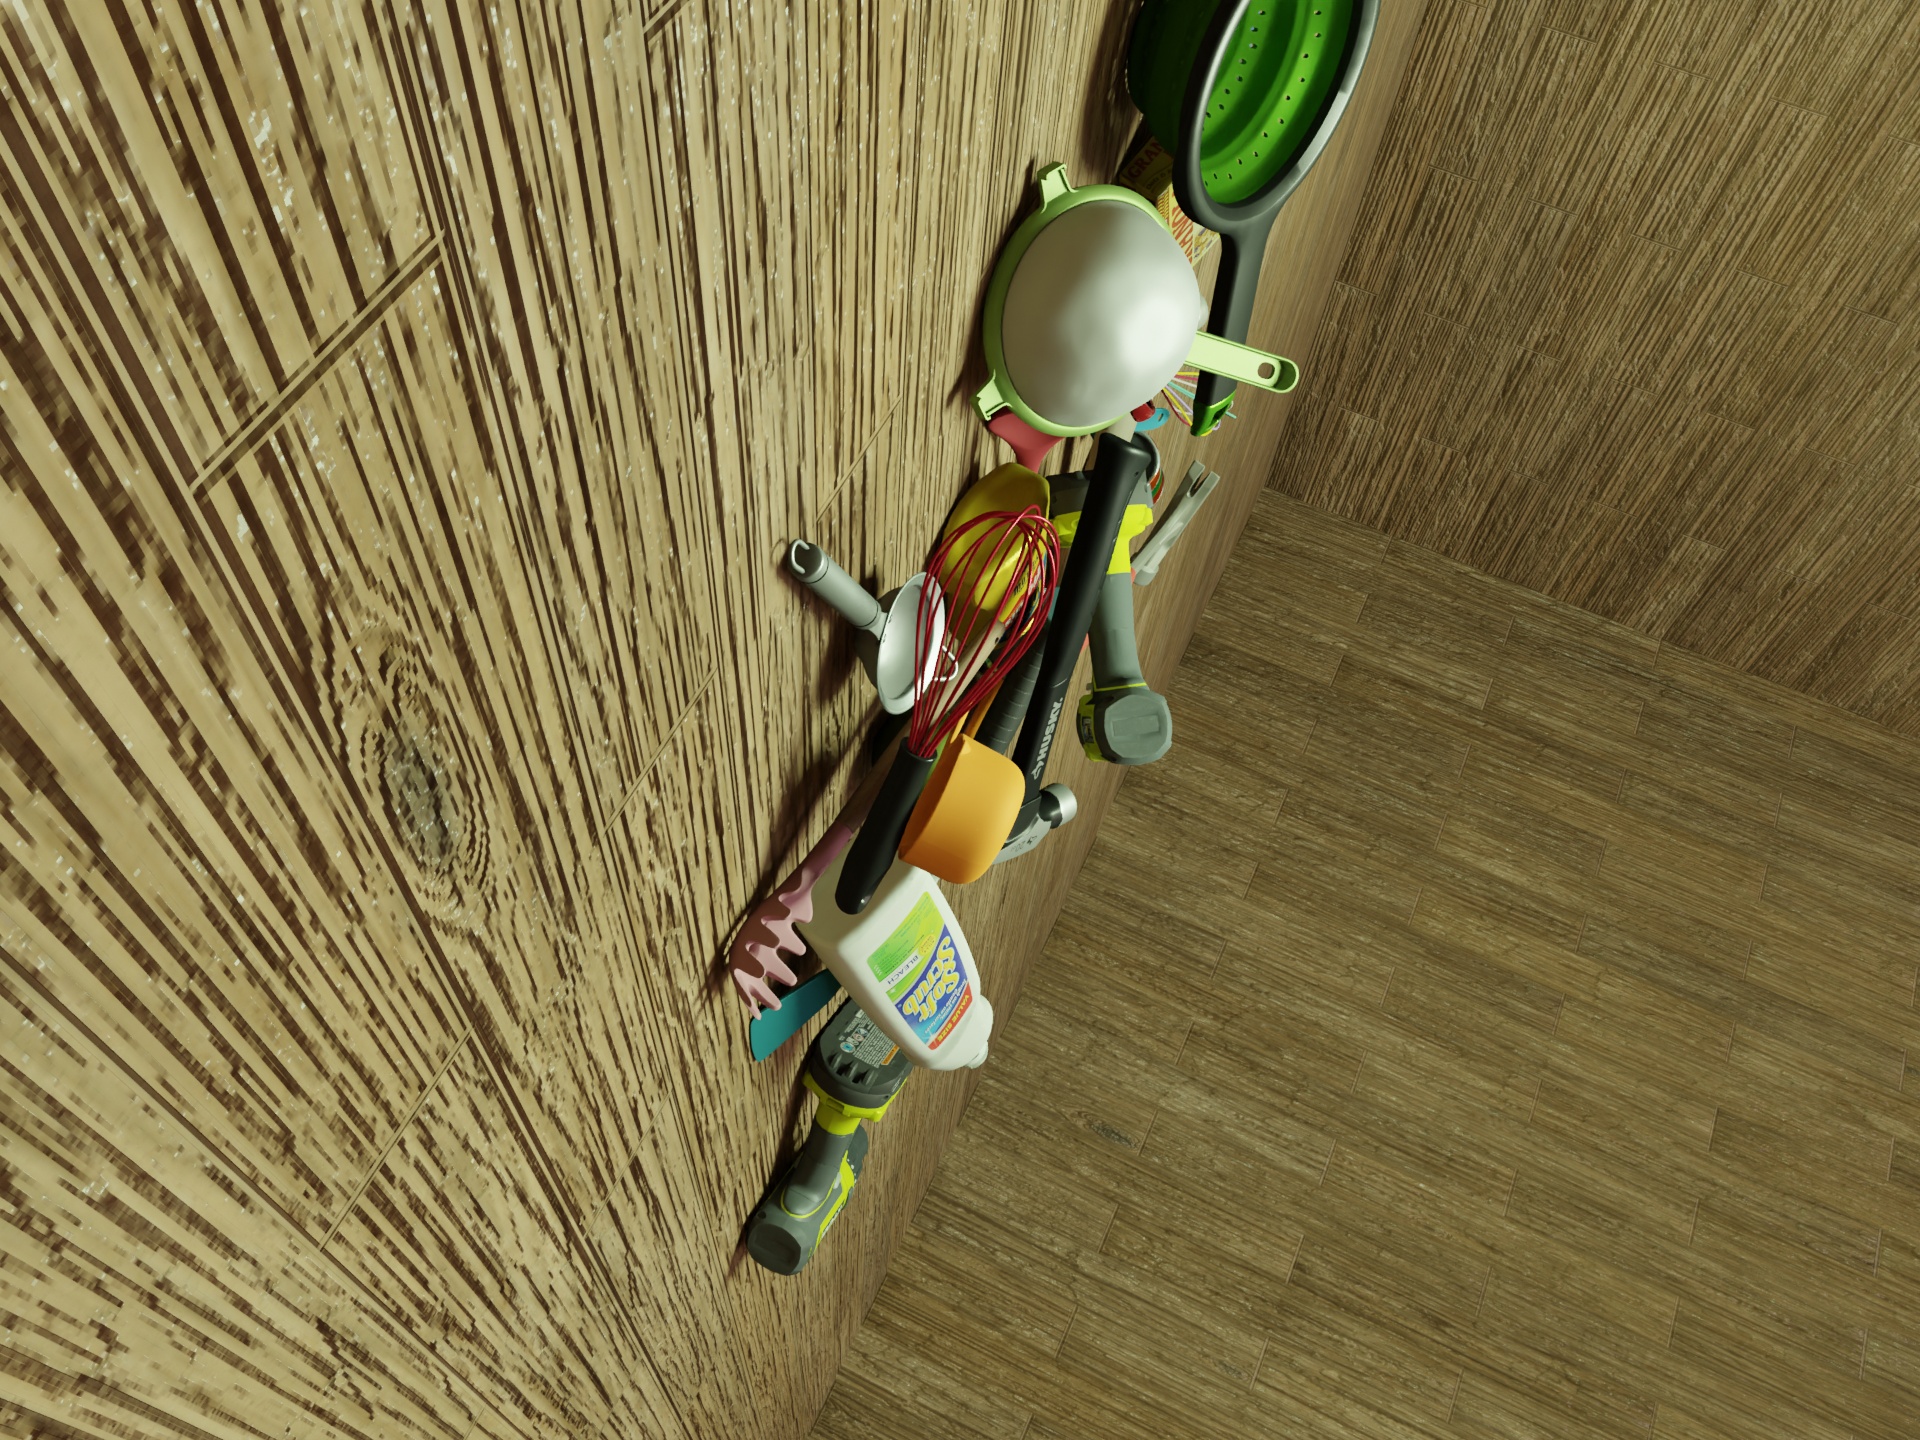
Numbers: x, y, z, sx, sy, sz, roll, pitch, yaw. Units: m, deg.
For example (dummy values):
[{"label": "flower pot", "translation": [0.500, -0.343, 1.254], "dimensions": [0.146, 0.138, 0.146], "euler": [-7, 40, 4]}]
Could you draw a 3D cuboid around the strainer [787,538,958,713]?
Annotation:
[{"label": "strainer", "translation": [-0.053, -0.060, 0.885], "dimensions": [0.258, 0.050, 0.087], "euler": [40, 66, -73]}]

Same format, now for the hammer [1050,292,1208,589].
[{"label": "hammer", "translation": [0.109, -0.192, 1.379], "dimensions": [0.146, 0.038, 0.410], "euler": [-40, 162, -26]}]

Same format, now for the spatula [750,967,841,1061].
[{"label": "spatula", "translation": [-0.074, 0.115, 1.212], "dimensions": [0.082, 0.044, 0.318], "euler": [94, 17, -57]}]

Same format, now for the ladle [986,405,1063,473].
[{"label": "ladle", "translation": [0.048, -0.166, 1.159], "dimensions": [0.315, 0.069, 0.031], "euler": [96, -8, -73]}]

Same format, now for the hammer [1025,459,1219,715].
[{"label": "hammer", "translation": [0.138, -0.114, 1.477], "dimensions": [0.359, 0.037, 0.149], "euler": [-48, 172, -48]}]

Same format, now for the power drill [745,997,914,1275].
[{"label": "power drill", "translation": [-0.106, 0.362, 1.435], "dimensions": [0.228, 0.080, 0.190], "euler": [-68, 170, 24]}]

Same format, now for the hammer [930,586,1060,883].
[{"label": "hammer", "translation": [0.007, 0.047, 1.203], "dimensions": [0.331, 0.033, 0.128], "euler": [-63, 180, 23]}]

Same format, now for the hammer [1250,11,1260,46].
[{"label": "hammer", "translation": [0.200, -0.448, 1.334], "dimensions": [0.405, 0.035, 0.144], "euler": [99, 18, -53]}]

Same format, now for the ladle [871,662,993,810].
[{"label": "ladle", "translation": [-0.002, -0.004, 1.224], "dimensions": [0.078, 0.062, 0.320], "euler": [-67, 173, 18]}]

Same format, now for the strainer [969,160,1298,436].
[{"label": "strainer", "translation": [0.133, -0.231, 0.976], "dimensions": [0.256, 0.069, 0.151], "euler": [6, 109, -37]}]

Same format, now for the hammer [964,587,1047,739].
[{"label": "hammer", "translation": [0.012, 0.027, 1.416], "dimensions": [0.127, 0.034, 0.337], "euler": [86, 29, -67]}]

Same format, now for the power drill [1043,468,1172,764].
[{"label": "power drill", "translation": [0.111, -0.078, 1.247], "dimensions": [0.171, 0.080, 0.223], "euler": [-172, -105, -86]}]

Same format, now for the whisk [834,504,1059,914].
[{"label": "whisk", "translation": [-0.018, 0.001, 0.922], "dimensions": [0.295, 0.073, 0.073], "euler": [-65, 172, 30]}]

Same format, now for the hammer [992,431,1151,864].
[{"label": "hammer", "translation": [0.065, -0.042, 1.095], "dimensions": [0.146, 0.035, 0.334], "euler": [-24, 138, -46]}]

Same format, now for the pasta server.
[{"label": "pasta server", "translation": [-0.054, 0.052, 1.026], "dimensions": [0.316, 0.040, 0.060], "euler": [-53, 158, -24]}]

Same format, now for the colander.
[{"label": "colander", "translation": [0.169, -0.371, 1.073], "dimensions": [0.204, 0.095, 0.396], "euler": [-38, 150, -31]}]

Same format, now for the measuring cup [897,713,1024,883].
[{"label": "measuring cup", "translation": [0.010, 0.037, 1.023], "dimensions": [0.095, 0.052, 0.174], "euler": [-58, -173, 32]}]

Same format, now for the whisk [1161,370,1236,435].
[{"label": "whisk", "translation": [0.183, -0.293, 1.399], "dimensions": [0.047, 0.051, 0.244], "euler": [-53, 154, 18]}]

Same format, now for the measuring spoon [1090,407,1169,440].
[{"label": "measuring spoon", "translation": [0.149, -0.271, 1.420], "dimensions": [0.128, 0.021, 0.042], "euler": [-20, 136, -53]}]
